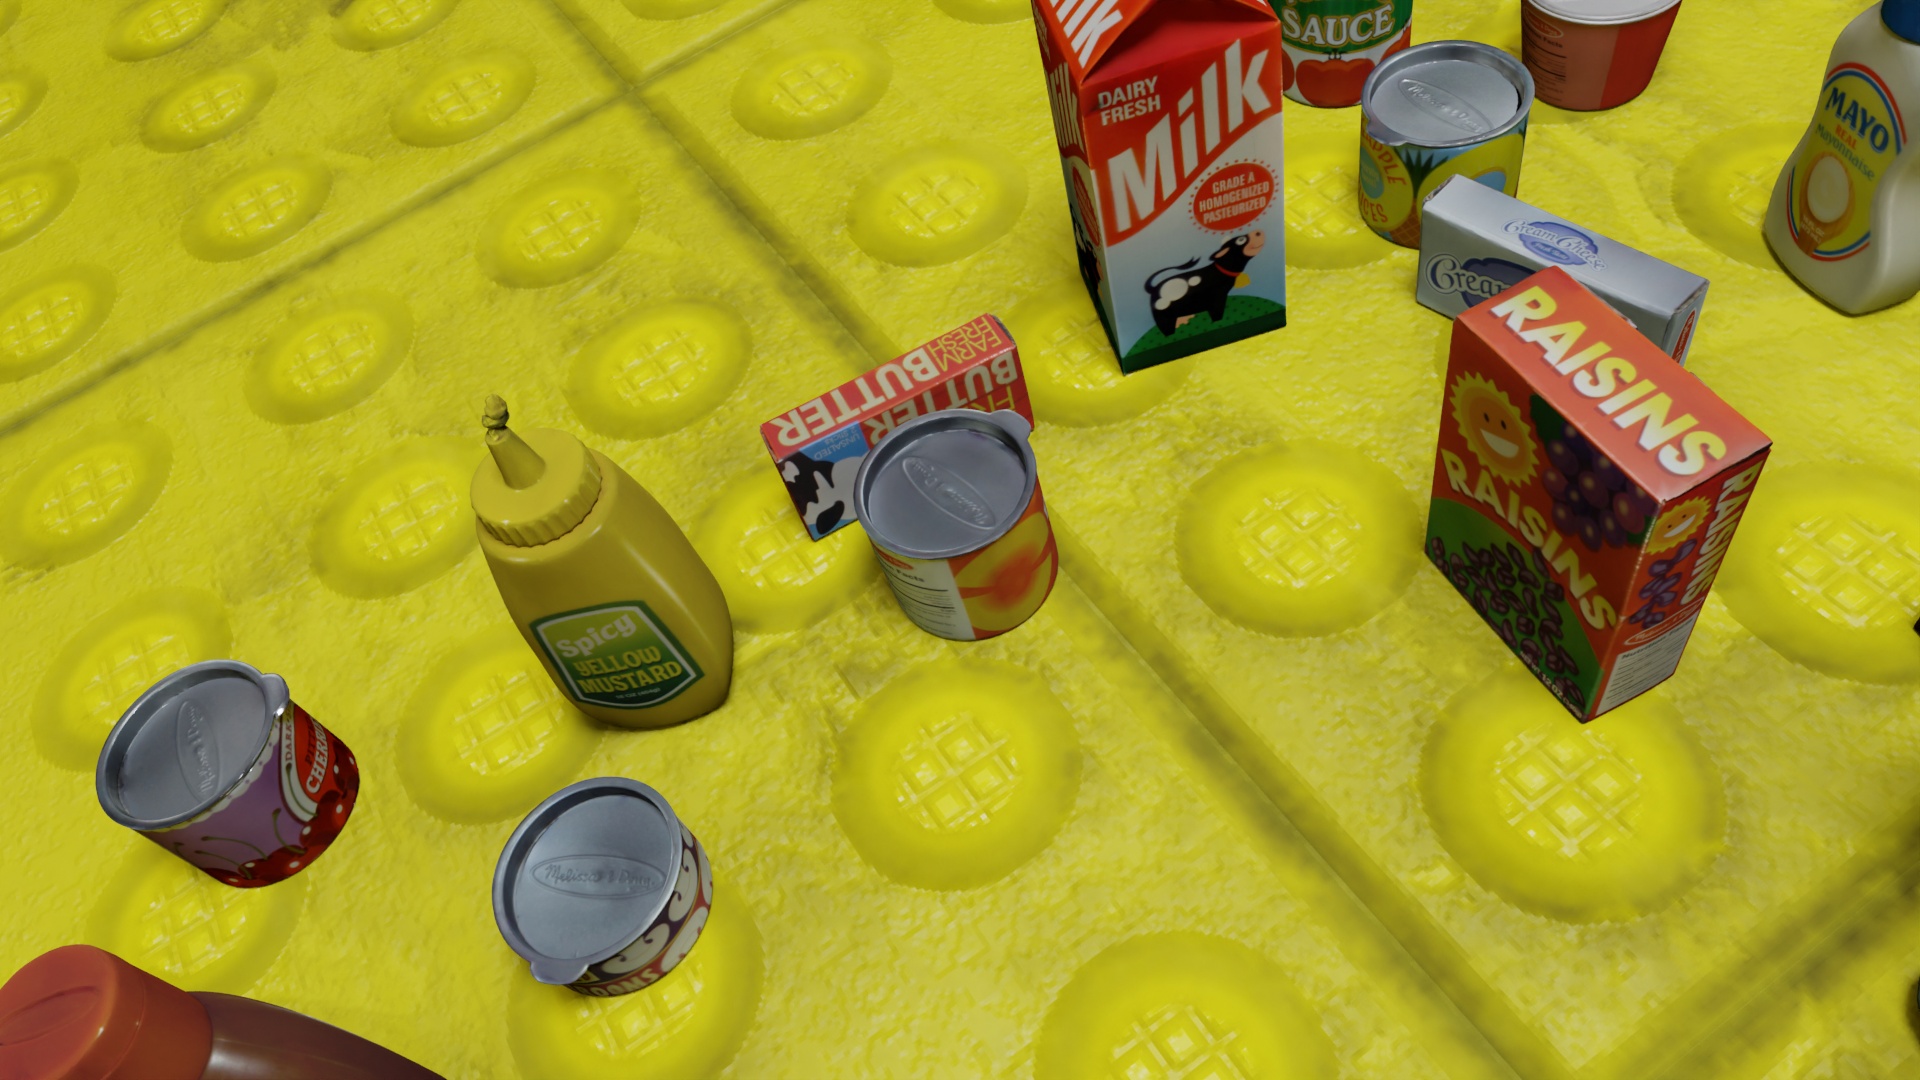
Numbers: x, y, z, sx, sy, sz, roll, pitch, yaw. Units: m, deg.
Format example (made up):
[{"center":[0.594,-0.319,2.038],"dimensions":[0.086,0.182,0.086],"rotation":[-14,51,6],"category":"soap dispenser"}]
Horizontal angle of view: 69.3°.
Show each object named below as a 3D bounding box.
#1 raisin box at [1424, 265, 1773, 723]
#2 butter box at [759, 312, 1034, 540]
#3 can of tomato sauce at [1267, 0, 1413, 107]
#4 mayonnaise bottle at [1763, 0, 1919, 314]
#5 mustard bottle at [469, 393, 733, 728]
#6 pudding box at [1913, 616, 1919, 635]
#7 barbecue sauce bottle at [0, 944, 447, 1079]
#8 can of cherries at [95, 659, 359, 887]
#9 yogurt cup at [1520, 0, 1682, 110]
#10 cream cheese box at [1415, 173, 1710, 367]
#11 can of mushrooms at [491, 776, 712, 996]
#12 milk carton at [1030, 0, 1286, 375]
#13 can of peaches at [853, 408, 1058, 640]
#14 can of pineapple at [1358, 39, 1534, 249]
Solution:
[{"center":[0.189,-0.011,0.428],"dimensions":[0.040,0.122,0.086],"rotation":[-27,53,-6],"category":"raisin box"},{"center":[-0.023,-0.045,0.548],"dimensions":[0.103,0.053,0.024],"rotation":[-27,53,-7],"category":"butter box"},{"center":[0.172,-0.249,0.630],"dimensions":[0.071,0.082,0.071],"rotation":[-7,54,9],"category":"can of tomato sauce"},{"center":[0.325,-0.150,0.479],"dimensions":[0.041,0.147,0.065],"rotation":[-19,53,0],"category":"mayonnaise bottle"},{"center":[-0.126,0.008,0.468],"dimensions":[0.065,0.159,0.049],"rotation":[-13,53,5],"category":"mustard bottle"},{"center":[0.326,0.040,0.403],"dimensions":[0.030,0.049,0.084],"rotation":[-20,53,-1],"category":"pudding box"},{"center":[-0.203,0.155,0.387],"dimensions":[0.065,0.148,0.044],"rotation":[-21,53,-1],"category":"barbecue sauce bottle"},{"center":[-0.264,0.085,0.510],"dimensions":[0.071,0.058,0.072],"rotation":[-7,54,9],"category":"can of cherries"},{"center":[0.277,-0.226,0.606],"dimensions":[0.072,0.053,0.073],"rotation":[-7,54,9],"category":"yogurt cup"},{"center":[0.222,-0.094,0.524],"dimensions":[0.024,0.053,0.104],"rotation":[-42,56,-17],"category":"cream cheese box"},{"center":[-0.120,0.118,0.466],"dimensions":[0.071,0.033,0.071],"rotation":[-7,53,9],"category":"can of mushrooms"},{"center":[0.075,-0.157,0.520],"dimensions":[0.073,0.189,0.072],"rotation":[-17,53,2],"category":"milk carton"},{"center":[0.002,-0.006,0.511],"dimensions":[0.071,0.057,0.071],"rotation":[-7,54,9],"category":"can of peaches"},{"center":[0.198,-0.163,0.577],"dimensions":[0.071,0.057,0.071],"rotation":[-7,54,9],"category":"can of pineapple"}]
